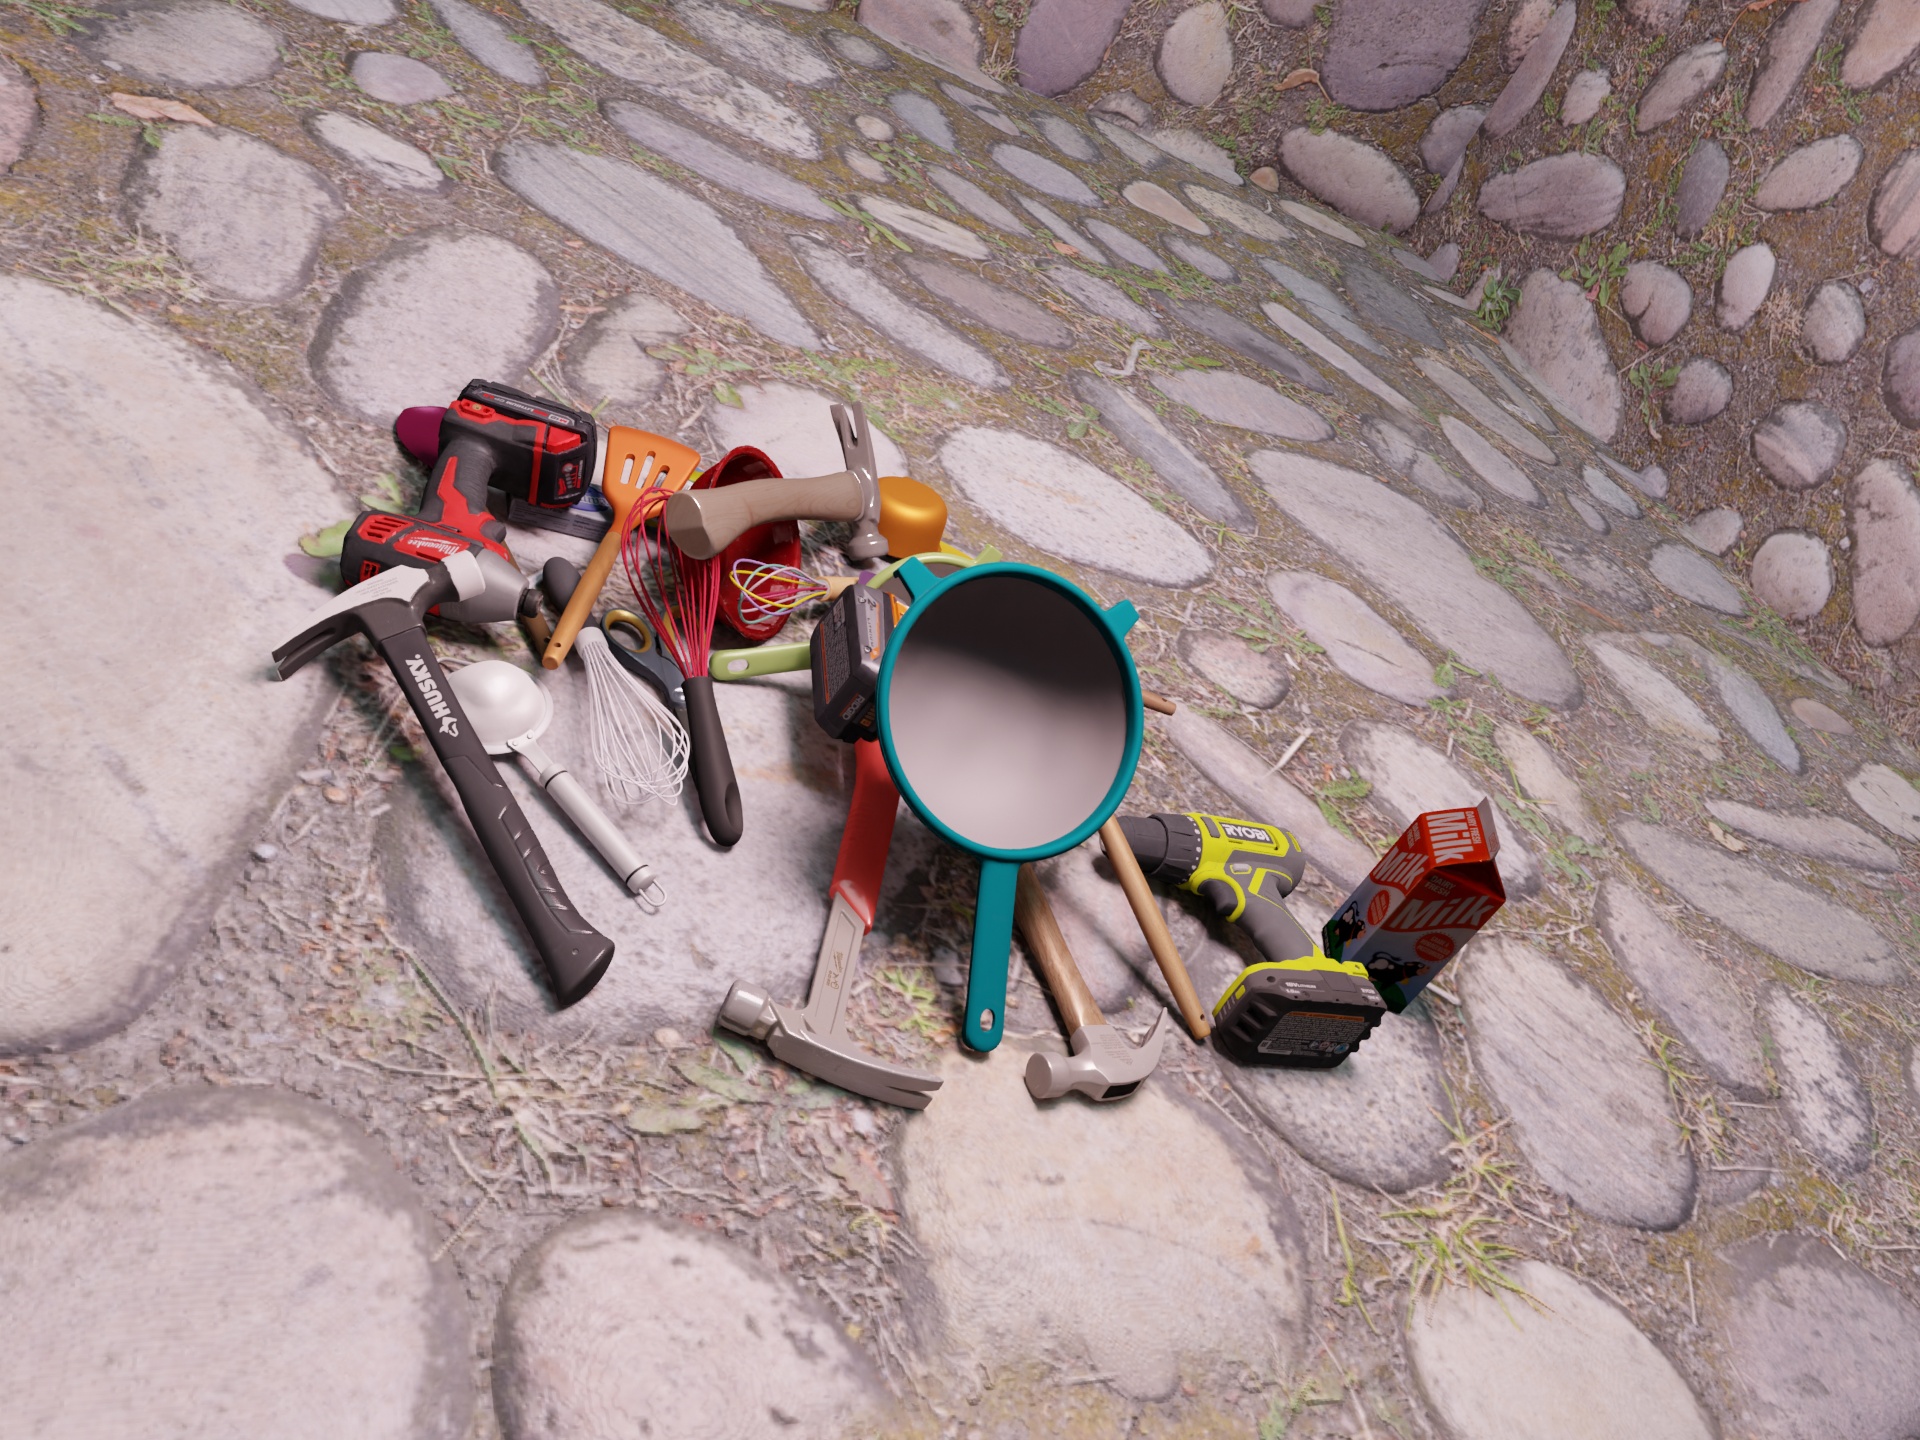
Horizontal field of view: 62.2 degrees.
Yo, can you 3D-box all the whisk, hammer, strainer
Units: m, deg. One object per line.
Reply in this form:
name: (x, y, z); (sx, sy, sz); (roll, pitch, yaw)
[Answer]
whisk: (-0.264, -0.036, 1.178); (0.070, 0.070, 0.285); (4, 37, -35)
whisk: (-0.126, -0.108, 1.347); (0.047, 0.051, 0.245); (6, 6, 21)
hammer: (-0.318, 0.038, 1.022); (0.146, 0.035, 0.335); (-25, 66, -23)
strainer: (-0.087, -0.069, 1.325); (0.256, 0.151, 0.069); (-8, 25, -18)
hammer: (-0.144, -0.191, 1.308); (0.038, 0.146, 0.410); (-6, 8, 16)
whisk: (-0.199, -0.045, 1.176); (0.073, 0.073, 0.296); (2, 63, -37)
strainer: (-0.281, 0.031, 1.086); (0.087, 0.050, 0.258); (-32, 70, -37)
hammer: (0.056, 0.144, 1.209); (0.130, 0.031, 0.332); (6, 40, -32)
hammer: (-0.065, 0.116, 1.147); (0.149, 0.036, 0.359); (25, 34, -10)
strainer: (0.014, 0.060, 1.138); (0.211, 0.095, 0.340); (9, 82, -25)

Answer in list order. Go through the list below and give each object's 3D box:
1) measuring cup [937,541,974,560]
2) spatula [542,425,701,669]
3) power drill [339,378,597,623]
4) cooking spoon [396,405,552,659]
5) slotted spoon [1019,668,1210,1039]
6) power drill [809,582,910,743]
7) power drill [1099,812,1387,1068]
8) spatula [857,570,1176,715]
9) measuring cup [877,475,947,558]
measuring cup: (0.013, -0.139, 1.565); (0.157, 0.029, 0.062); (33, 33, 24)
spatula: (-0.275, -0.138, 1.241); (0.081, 0.041, 0.323); (18, 34, -8)
power drill: (-0.361, -0.160, 1.214); (0.143, 0.078, 0.220); (18, 44, -3)
cooking spoon: (-0.381, -0.156, 1.271); (0.068, 0.017, 0.319); (-10, 50, -34)
slotted spoon: (0.119, 0.098, 1.220); (0.070, 0.031, 0.314); (-18, 81, -45)
power drill: (-0.002, -0.004, 1.253); (0.226, 0.084, 0.164); (23, 36, -27)
power drill: (0.223, 0.162, 1.279); (0.190, 0.080, 0.229); (10, 36, -29)
spatula: (0.053, -0.063, 1.429); (0.315, 0.018, 0.060); (21, 36, -13)
measuring cup: (-0.054, -0.223, 1.580); (0.095, 0.052, 0.174); (17, 33, -7)
